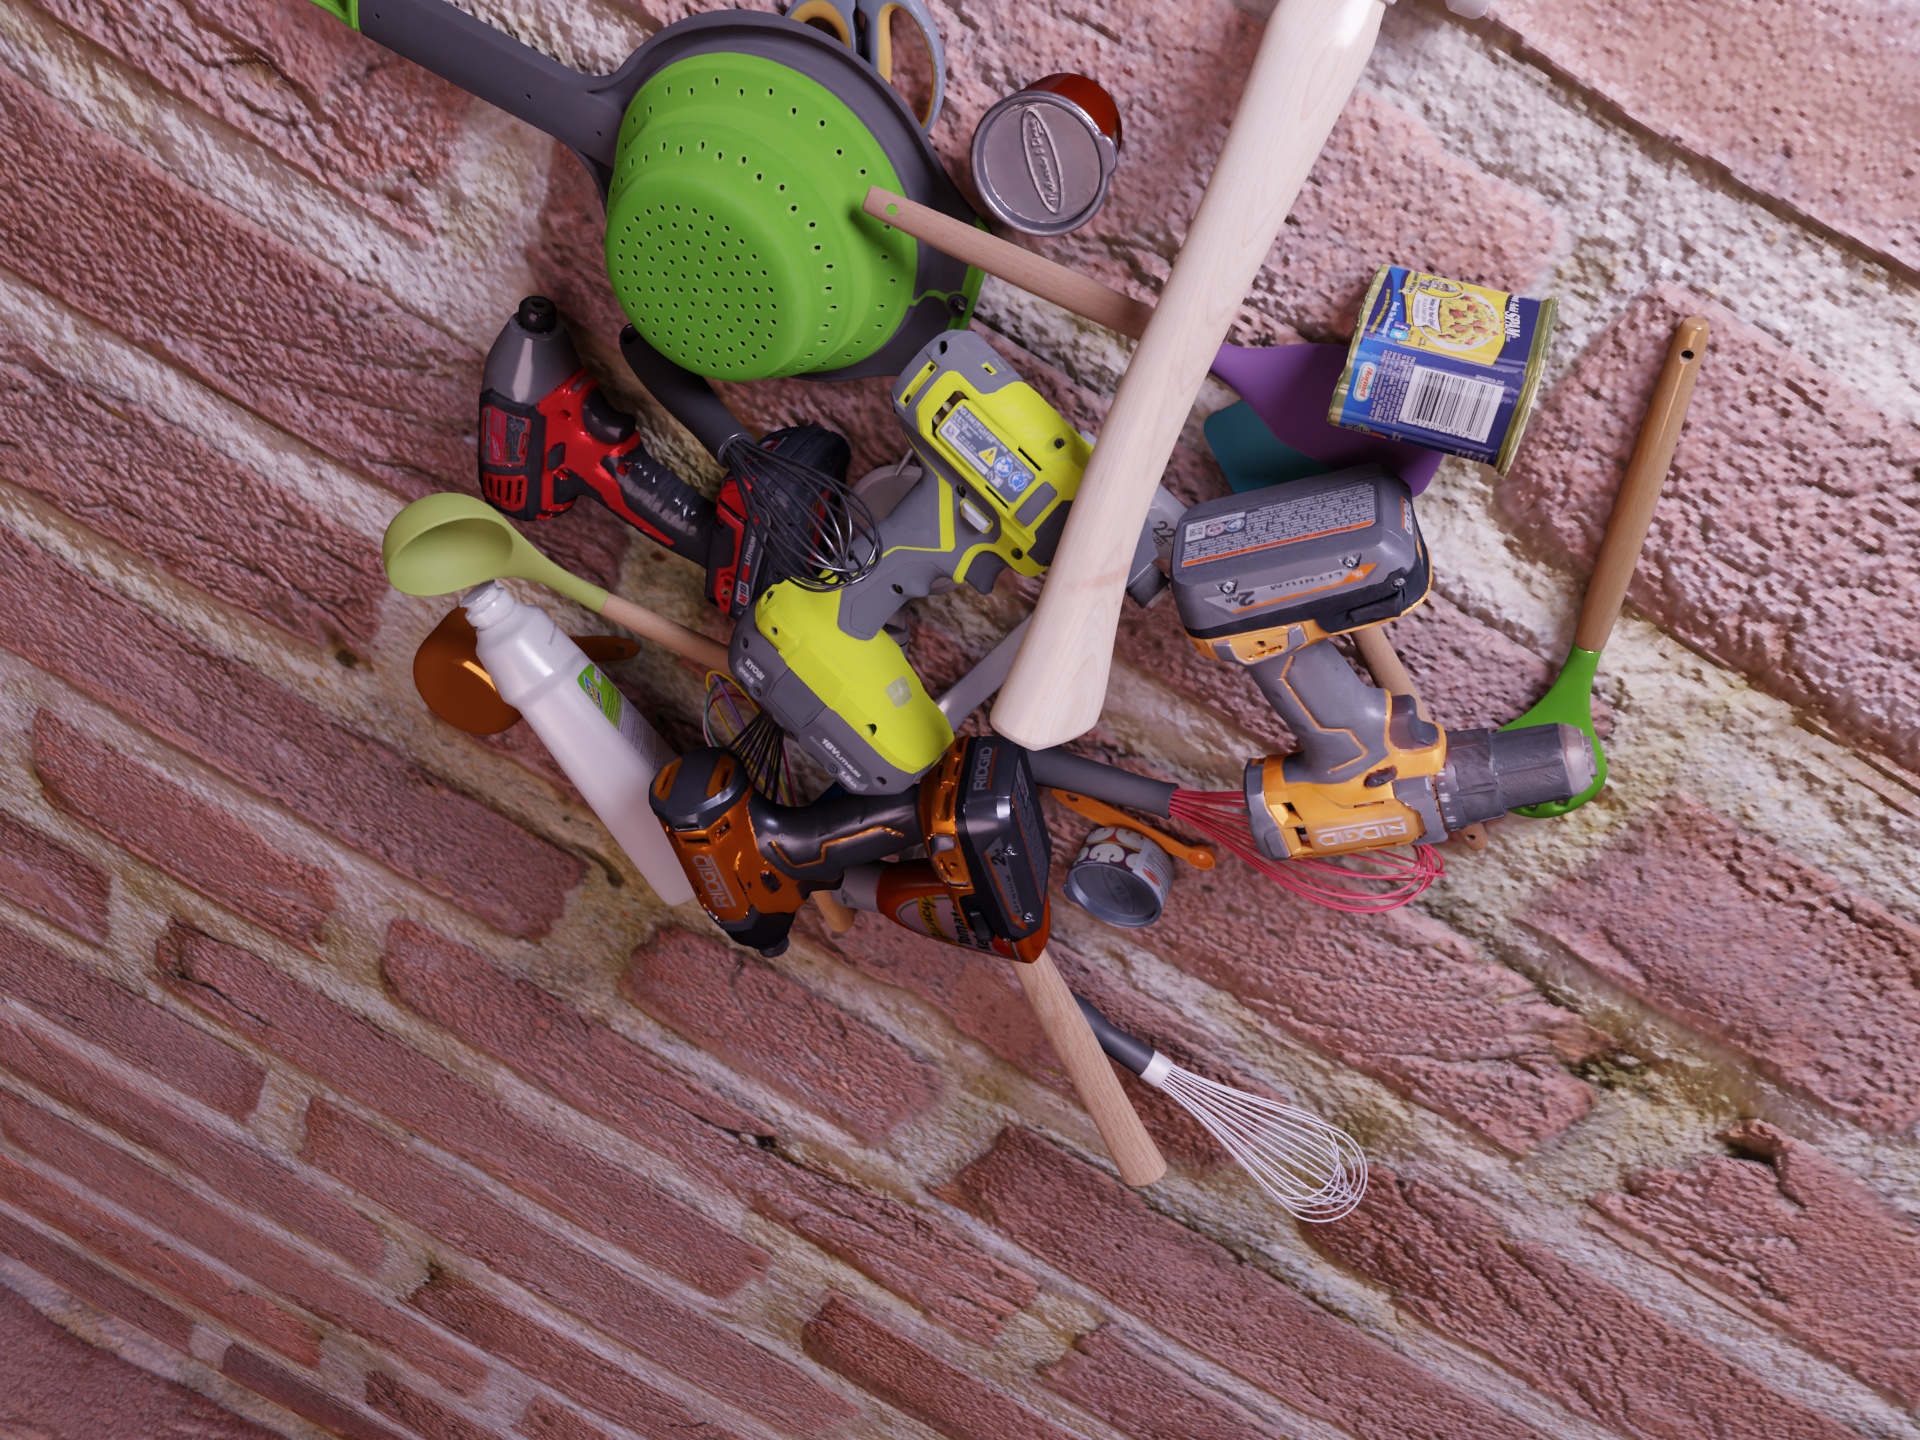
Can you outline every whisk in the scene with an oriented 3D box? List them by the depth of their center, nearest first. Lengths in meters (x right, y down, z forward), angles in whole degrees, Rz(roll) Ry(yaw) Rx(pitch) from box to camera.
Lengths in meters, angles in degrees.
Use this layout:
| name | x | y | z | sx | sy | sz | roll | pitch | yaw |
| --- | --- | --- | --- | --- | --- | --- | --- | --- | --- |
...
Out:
| name | x | y | z | sx | sy | sz | roll | pitch | yaw |
| --- | --- | --- | --- | --- | --- | --- | --- | --- | --- |
| whisk | -0.116 | -0.144 | 0.831 | 0.239 | 0.055 | 0.055 | 48 | 142 | 30 |
| whisk | 0.149 | 0.056 | 0.980 | 0.296 | 0.073 | 0.073 | 15 | 132 | 19 |
| whisk | -0.116 | -0.008 | 1.004 | 0.059 | 0.058 | 0.246 | 39 | 126 | 15 |
| whisk | -0.123 | 0.062 | 1.117 | 0.047 | 0.051 | 0.244 | -7 | 128 | 21 |
| whisk | 0.168 | 0.272 | 1.156 | 0.284 | 0.070 | 0.070 | 32 | 133 | 2 |

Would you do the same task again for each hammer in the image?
| name | x | y | z | sx | sy | sz | roll | pitch | yaw |
| --- | --- | --- | --- | --- | --- | --- | --- | --- | --- |
| hammer | 0.091 | -0.174 | 0.725 | 0.146 | 0.038 | 0.410 | 23 | 111 | 2 |
| hammer | -0.002 | -0.003 | 0.977 | 0.144 | 0.035 | 0.405 | 35 | 128 | -17 |
| hammer | 0.059 | 0.192 | 1.117 | 0.130 | 0.031 | 0.331 | -16 | 109 | 36 |

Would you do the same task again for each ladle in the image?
| name | x | y | z | sx | sy | sz | roll | pitch | yaw |
| --- | --- | --- | --- | --- | --- | --- | --- | --- | --- |
| ladle | -0.202 | -0.054 | 0.997 | 0.320 | 0.062 | 0.078 | 25 | 134 | -20 |

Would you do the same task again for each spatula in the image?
| name | x | y | z | sx | sy | sz | roll | pitch | yaw |
| --- | --- | --- | --- | --- | --- | --- | --- | --- | --- |
| spatula | 0.100 | -0.192 | 0.780 | 0.316 | 0.018 | 0.059 | 21 | 104 | -9 |
| spatula | 0.234 | -0.044 | 0.884 | 0.082 | 0.044 | 0.317 | -16 | 125 | 31 |

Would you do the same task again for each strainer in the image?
| name | x | y | z | sx | sy | sz | roll | pitch | yaw |
| --- | --- | --- | --- | --- | --- | --- | --- | --- | --- |
| strainer | -0.039 | -0.059 | 0.981 | 0.087 | 0.050 | 0.258 | 20 | 136 | 11 |

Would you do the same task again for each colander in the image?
| name | x | y | z | sx | sy | sz | roll | pitch | yaw |
| --- | --- | --- | --- | --- | --- | --- | --- | --- | --- |
| colander | -0.184 | -0.280 | 0.811 | 0.397 | 0.094 | 0.204 | 28 | 139 | 2 |

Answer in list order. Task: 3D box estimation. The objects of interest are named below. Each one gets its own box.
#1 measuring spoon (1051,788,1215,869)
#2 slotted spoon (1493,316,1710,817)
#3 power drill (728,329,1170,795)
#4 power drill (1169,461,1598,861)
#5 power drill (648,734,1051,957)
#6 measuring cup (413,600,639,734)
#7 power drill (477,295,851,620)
| name | x | y | z | sx | sy | sz | roll | pitch | yaw |
| --- | --- | --- | --- | --- | --- | --- | --- | --- | --- |
| measuring spoon | 0.114 | 0.067 | 1.040 | 0.117 | 0.011 | 0.021 | 25 | 143 | 7 |
| slotted spoon | 0.331 | -0.061 | 0.825 | 0.070 | 0.031 | 0.313 | 14 | 130 | 14 |
| power drill | -0.009 | -0.069 | 0.848 | 0.171 | 0.080 | 0.223 | 45 | 120 | 4 |
| power drill | 0.220 | -0.020 | 0.826 | 0.185 | 0.084 | 0.226 | -11 | 130 | 22 |
| power drill | -0.063 | 0.087 | 0.986 | 0.226 | 0.084 | 0.164 | -4 | 132 | 15 |
| measuring cup | -0.304 | -0.034 | 1.107 | 0.174 | 0.052 | 0.095 | -2 | 127 | 26 |
| power drill | -0.184 | -0.155 | 0.941 | 0.220 | 0.079 | 0.143 | 25 | 134 | 7 |
